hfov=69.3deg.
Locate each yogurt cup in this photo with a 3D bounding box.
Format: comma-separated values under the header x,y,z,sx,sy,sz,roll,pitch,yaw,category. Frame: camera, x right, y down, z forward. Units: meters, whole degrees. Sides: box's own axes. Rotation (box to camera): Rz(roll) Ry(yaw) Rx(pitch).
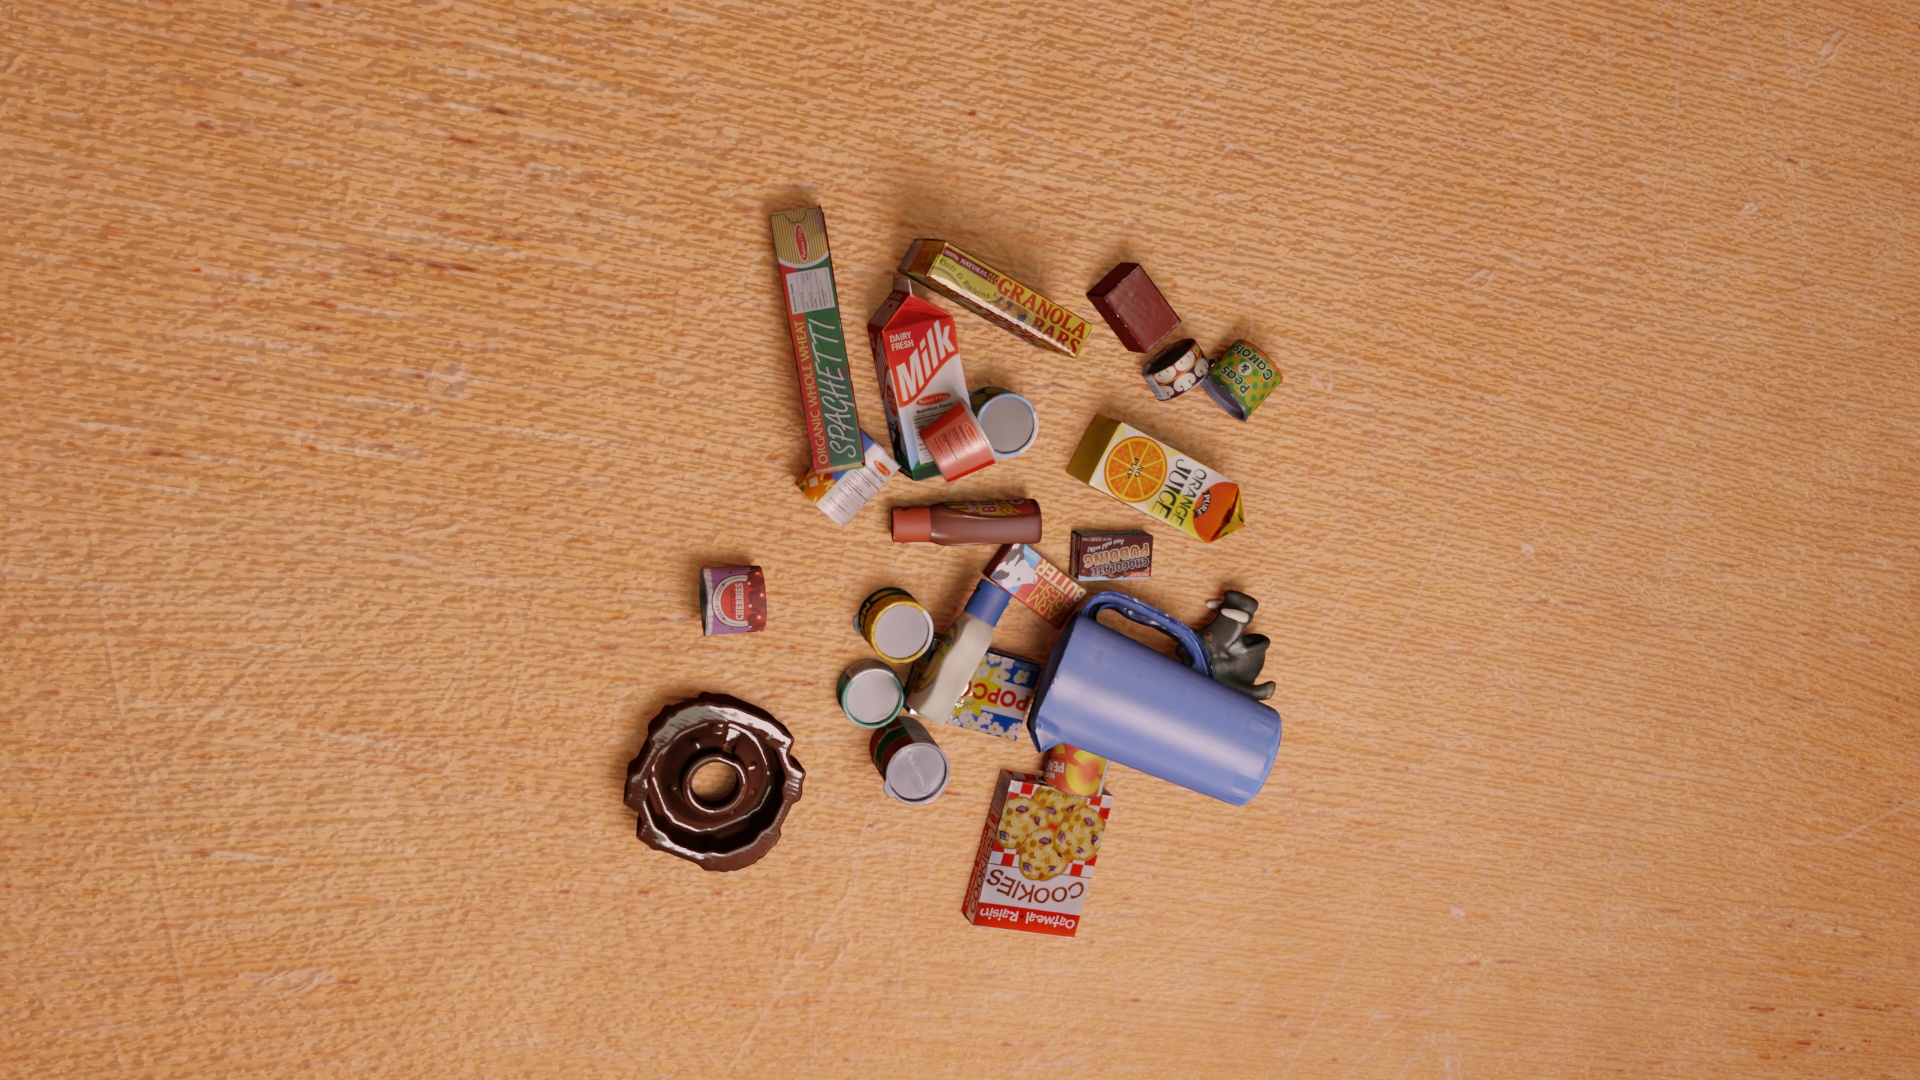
x,y,z,sx,sy,sz,roll,pitch,yaw,category
-0.003,-0.090,1.304,0.054,0.072,0.072,-30,108,0,yogurt cup

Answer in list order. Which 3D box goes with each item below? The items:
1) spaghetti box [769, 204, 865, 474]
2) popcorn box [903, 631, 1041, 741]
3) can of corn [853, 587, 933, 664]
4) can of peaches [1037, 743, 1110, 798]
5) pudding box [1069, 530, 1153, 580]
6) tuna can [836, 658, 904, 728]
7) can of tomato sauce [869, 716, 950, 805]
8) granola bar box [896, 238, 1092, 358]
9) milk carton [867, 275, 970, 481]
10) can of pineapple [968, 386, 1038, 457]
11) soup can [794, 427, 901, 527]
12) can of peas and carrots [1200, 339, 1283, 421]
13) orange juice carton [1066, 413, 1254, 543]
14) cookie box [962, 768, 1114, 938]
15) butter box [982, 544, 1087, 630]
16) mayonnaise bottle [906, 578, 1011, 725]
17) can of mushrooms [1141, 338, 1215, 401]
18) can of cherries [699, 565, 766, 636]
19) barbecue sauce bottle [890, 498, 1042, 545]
x,y,z,sx,sy,sz,roll,pitch,yaw,category
-0.133,-0.186,1.304,0.050,0.028,0.250,-10,89,1,spaghetti box
0.011,0.151,1.446,0.127,0.038,0.085,17,96,-19,popcorn box
-0.068,0.086,1.399,0.071,0.058,0.071,-3,102,-16,can of corn
0.124,0.235,1.481,0.071,0.071,0.058,13,97,-18,can of peaches
0.159,0.016,1.466,0.084,0.030,0.049,0,102,-16,pudding box
-0.092,0.159,1.420,0.071,0.033,0.071,-3,102,-15,tuna can
-0.054,0.225,1.418,0.071,0.083,0.071,-3,102,-15,can of tomato sauce
0.032,-0.233,1.328,0.165,0.124,0.039,26,95,-20,granola bar box
-0.039,-0.161,1.350,0.073,0.072,0.190,-15,106,-13,milk carton
0.037,-0.119,1.388,0.071,0.058,0.071,-3,102,-15,can of pineapple
-0.111,-0.066,1.353,0.084,0.071,0.071,-47,110,0,soup can
0.292,-0.168,1.446,0.059,0.071,0.071,-46,110,-3,can of peas and carrots
0.216,-0.056,1.446,0.192,0.072,0.073,25,94,-19,orange juice carton
0.084,0.341,1.506,0.123,0.040,0.167,13,96,-18,cookie box
0.079,0.044,1.451,0.103,0.024,0.053,37,89,-20,butter box
0.000,0.110,1.382,0.041,0.065,0.148,30,86,-16,mayonnaise bottle
0.223,-0.177,1.425,0.071,0.071,0.033,-39,108,-5,can of mushrooms
-0.220,0.058,1.342,0.058,0.071,0.071,-2,102,-16,can of cherries
0.005,-0.018,1.399,0.149,0.065,0.043,-2,108,-7,barbecue sauce bottle
